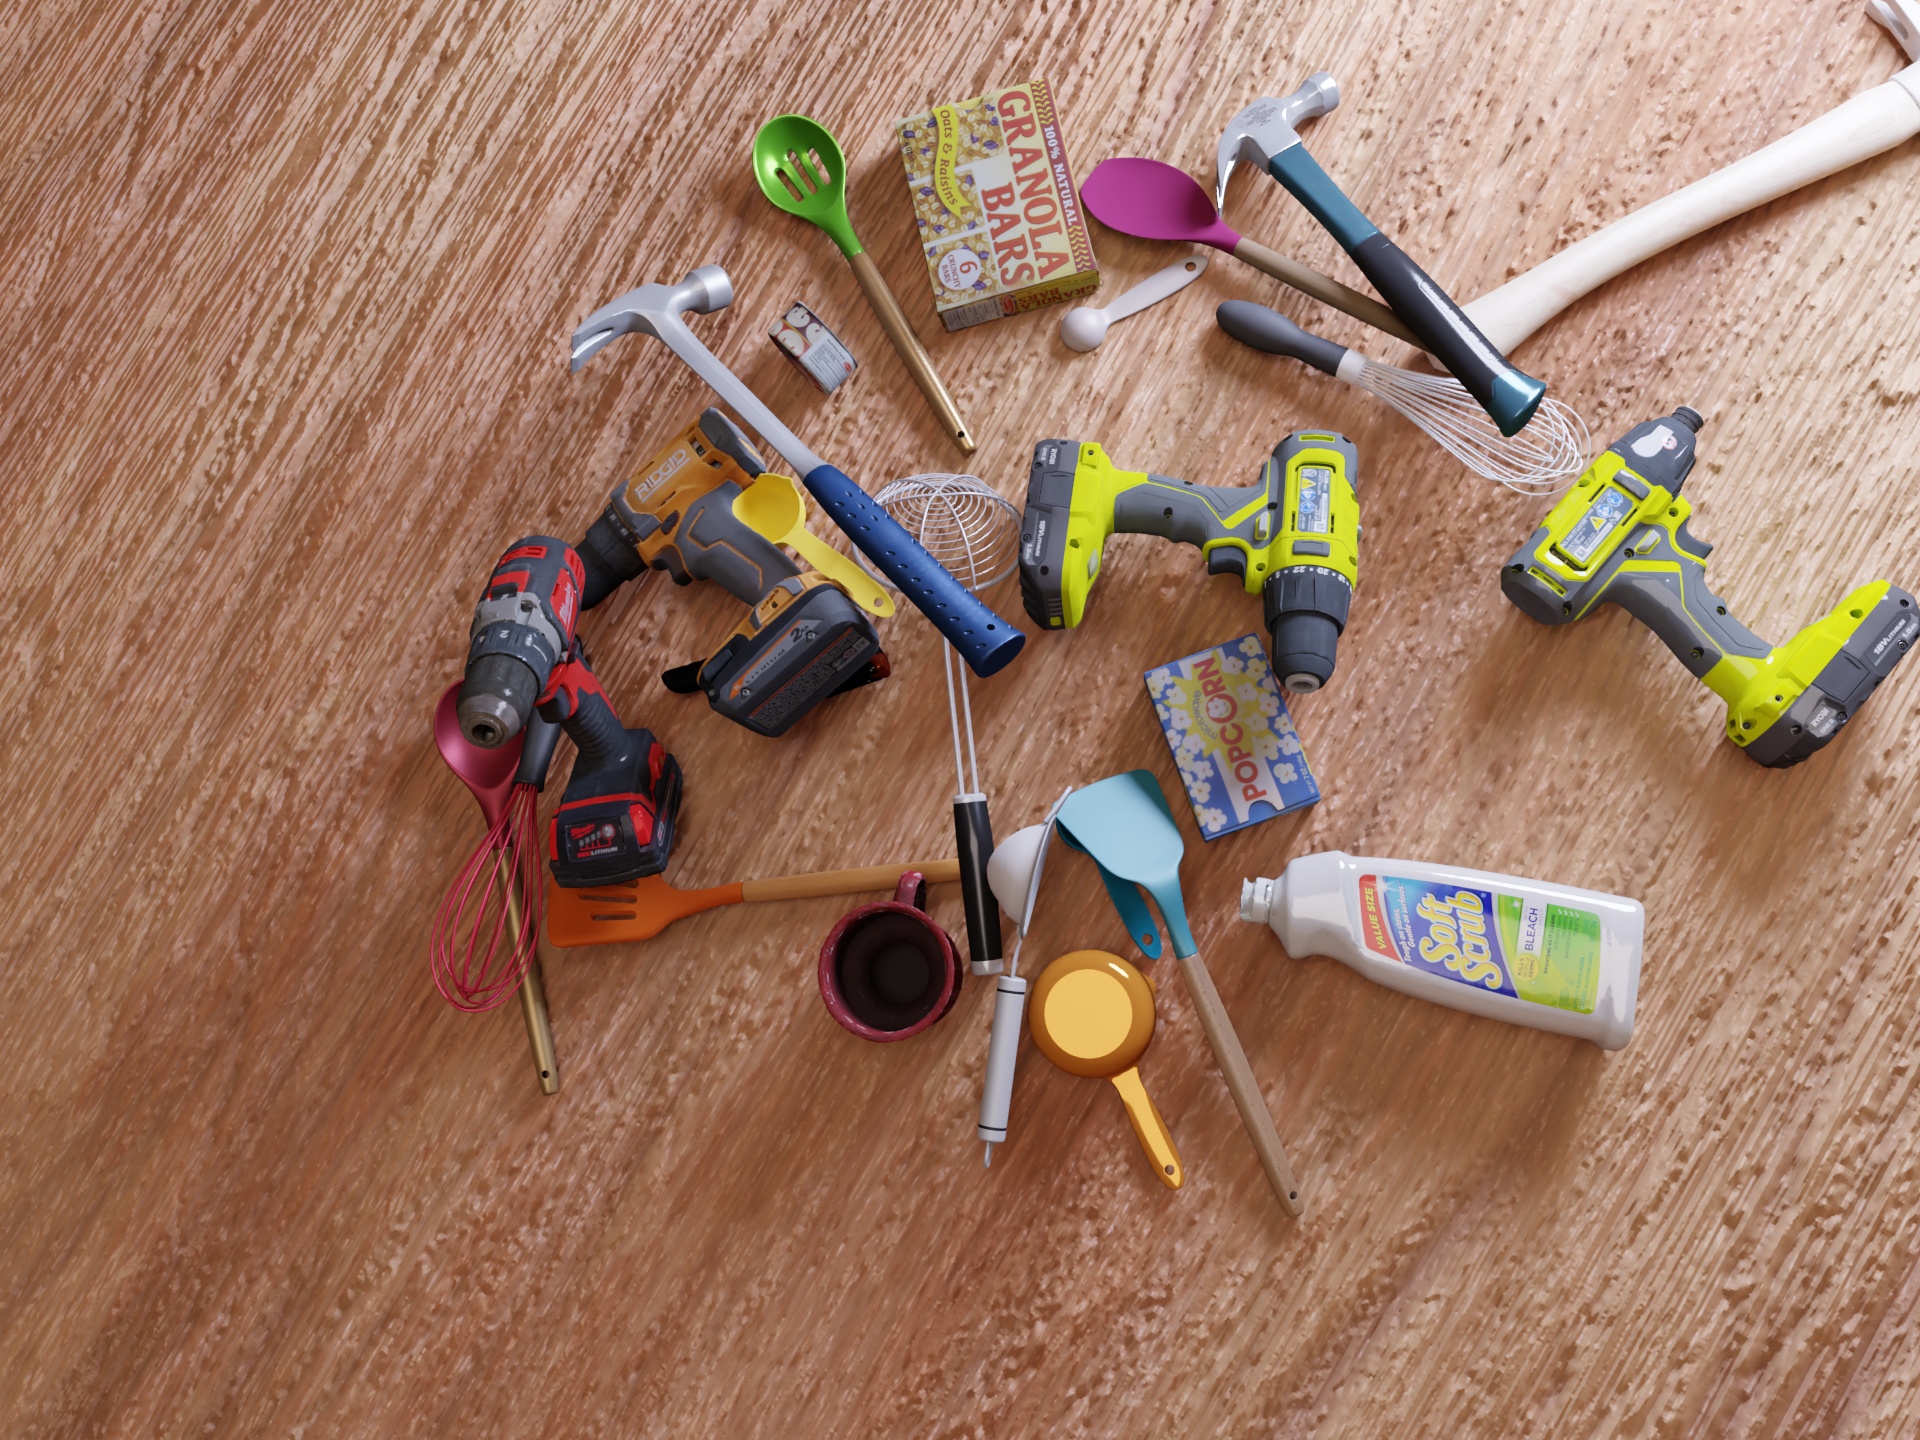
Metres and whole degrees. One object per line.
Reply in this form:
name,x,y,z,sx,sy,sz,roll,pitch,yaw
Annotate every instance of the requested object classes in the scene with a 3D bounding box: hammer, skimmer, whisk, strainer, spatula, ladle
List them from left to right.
ladle,-0.334,0.121,1.181,0.069,0.031,0.315,-13,80,-3
whisk,-0.320,0.066,1.155,0.073,0.073,0.296,5,67,10
spatula,-0.134,0.117,1.140,0.322,0.041,0.081,-7,57,6
hammer,-0.110,-0.174,1.101,0.144,0.035,0.406,-31,66,-32
skimmer,-0.002,-0.004,1.136,0.127,0.090,0.363,-6,86,-6
strainer,0.033,0.169,1.063,0.050,0.087,0.258,7,84,7
spatula,0.162,0.185,1.083,0.082,0.044,0.317,-20,83,-21
hammer,0.295,-0.325,1.117,0.128,0.033,0.331,-30,65,-6
whisk,0.308,-0.239,1.127,0.285,0.070,0.070,29,86,18
hammer,0.513,-0.368,1.126,0.410,0.038,0.146,-27,75,4

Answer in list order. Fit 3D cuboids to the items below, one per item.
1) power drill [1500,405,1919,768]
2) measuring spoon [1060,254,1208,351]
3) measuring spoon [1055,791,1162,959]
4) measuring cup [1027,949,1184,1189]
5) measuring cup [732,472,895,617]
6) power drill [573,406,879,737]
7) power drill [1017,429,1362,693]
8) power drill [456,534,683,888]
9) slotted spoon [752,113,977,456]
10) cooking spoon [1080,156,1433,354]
power drill,0.499,-0.090,1.052,0.223,0.080,0.171,41,88,13
measuring spoon,0.130,-0.317,1.189,0.124,0.018,0.034,-29,76,2
measuring spoon,0.105,0.111,1.117,0.042,0.021,0.128,-26,85,-22
measuring cup,0.107,0.236,1.072,0.095,0.052,0.174,-27,75,4
measuring cup,-0.107,-0.124,1.189,0.156,0.029,0.062,40,88,11
power drill,-0.185,-0.092,1.138,0.185,0.084,0.226,-40,65,6
power drill,0.159,-0.113,1.099,0.228,0.080,0.191,5,64,10
power drill,-0.266,0.011,1.066,0.080,0.226,0.188,-10,37,7
slotted spoon,-0.069,-0.333,1.221,0.070,0.031,0.314,-30,78,3
cooking spoon,0.225,-0.335,1.161,0.319,0.017,0.069,33,78,21
